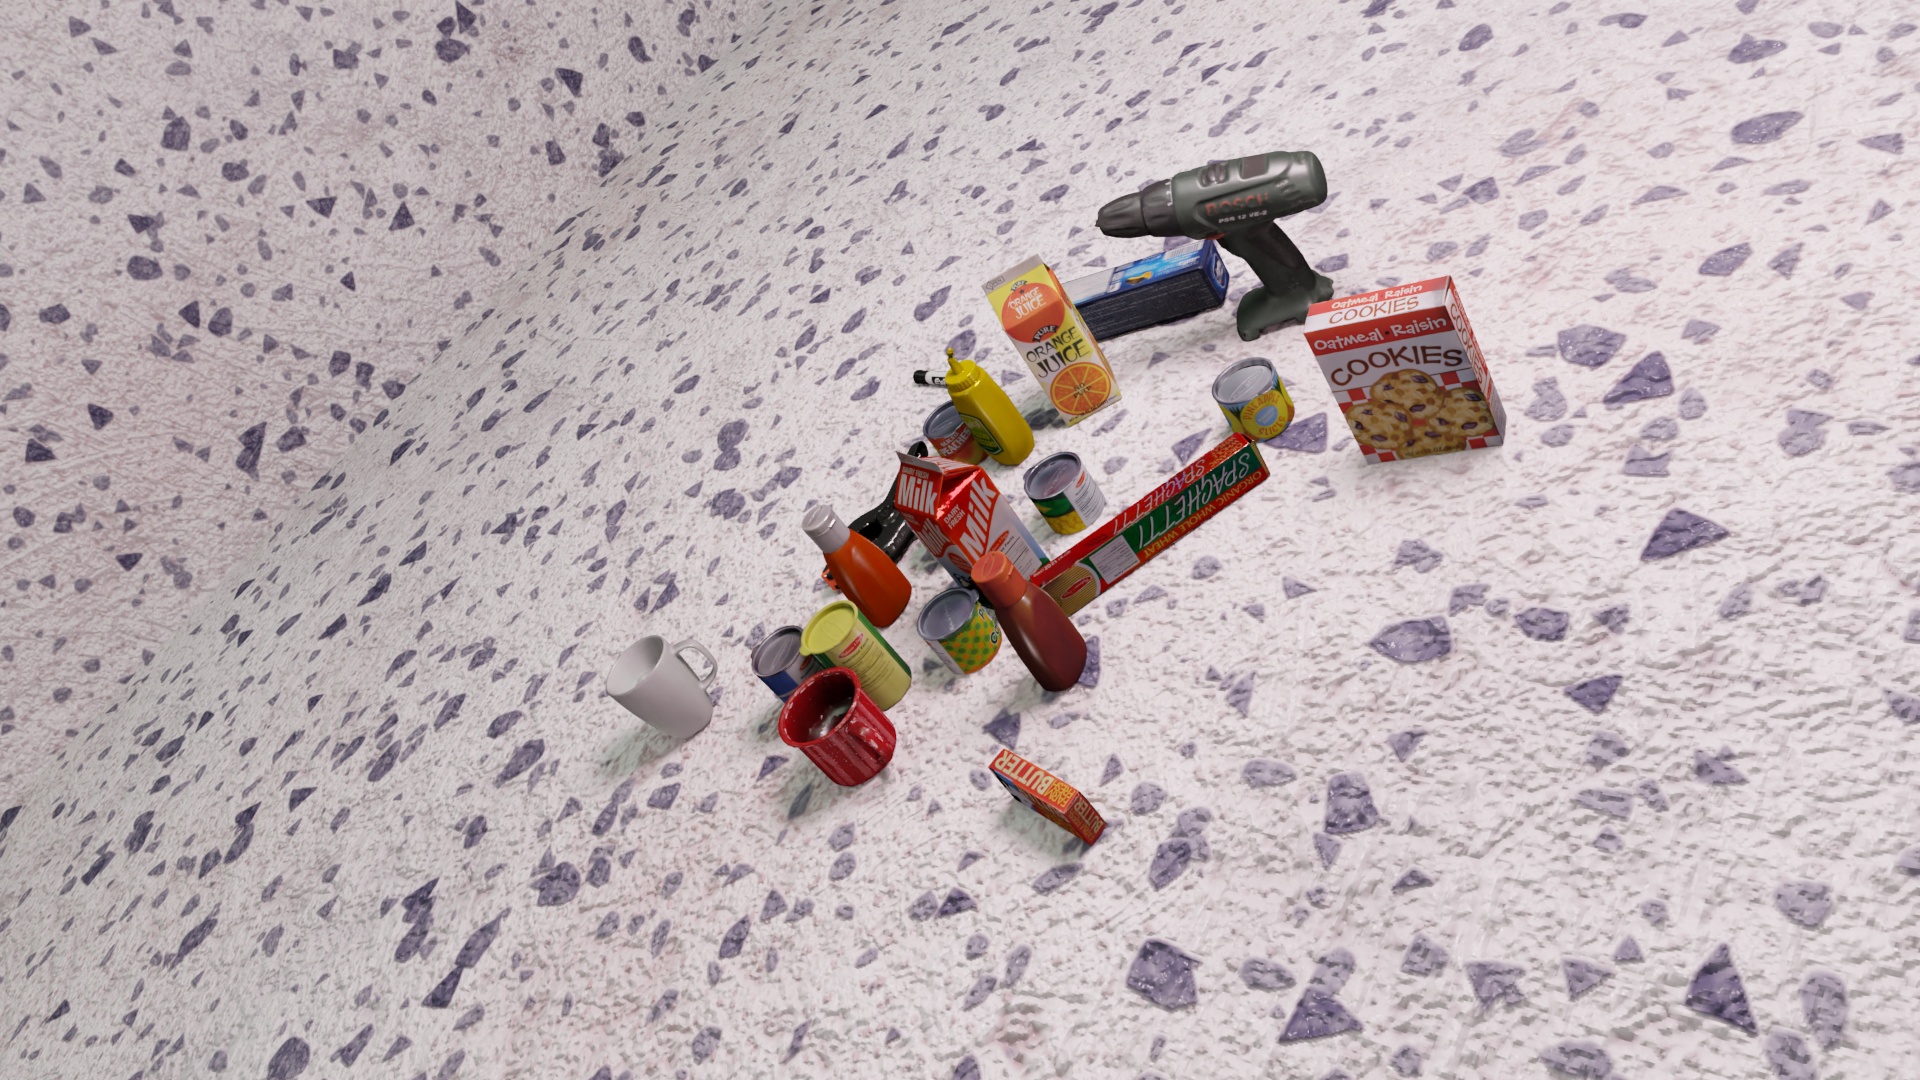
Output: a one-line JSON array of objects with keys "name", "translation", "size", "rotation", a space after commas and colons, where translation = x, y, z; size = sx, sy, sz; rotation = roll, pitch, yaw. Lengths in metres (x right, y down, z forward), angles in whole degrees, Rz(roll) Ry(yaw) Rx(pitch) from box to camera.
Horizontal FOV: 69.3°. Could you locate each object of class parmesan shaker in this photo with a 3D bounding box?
[{"name": "parmesan shaker", "translation": [-0.105, 0.119, 1.385], "size": [0.071, 0.102, 0.072], "rotation": [-24, 37, 19]}]

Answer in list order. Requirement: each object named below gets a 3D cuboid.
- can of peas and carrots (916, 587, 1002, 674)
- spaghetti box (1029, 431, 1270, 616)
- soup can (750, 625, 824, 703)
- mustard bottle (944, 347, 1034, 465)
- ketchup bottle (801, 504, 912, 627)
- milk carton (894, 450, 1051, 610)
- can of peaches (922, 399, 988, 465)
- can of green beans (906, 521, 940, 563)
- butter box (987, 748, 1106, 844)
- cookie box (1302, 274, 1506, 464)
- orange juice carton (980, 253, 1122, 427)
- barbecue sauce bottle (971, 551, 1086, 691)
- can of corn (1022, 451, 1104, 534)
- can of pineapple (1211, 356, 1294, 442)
[{"name": "can of peas and carrots", "translation": [0.001, 0.088, 1.367], "size": [0.071, 0.058, 0.071], "rotation": [-24, 37, 19]}, {"name": "spaghetti box", "translation": [0.182, -0.014, 1.333], "size": [0.250, 0.050, 0.029], "rotation": [-35, 35, 3]}, {"name": "soup can", "translation": [-0.167, 0.138, 1.434], "size": [0.071, 0.083, 0.072], "rotation": [-24, 37, 19]}, {"name": "mustard bottle", "translation": [0.022, -0.151, 1.535], "size": [0.049, 0.159, 0.065], "rotation": [-50, 36, -17]}, {"name": "ketchup bottle", "translation": [-0.110, 0.024, 1.459], "size": [0.043, 0.148, 0.065], "rotation": [1, 50, 42]}, {"name": "milk carton", "translation": [0.005, -0.017, 1.369], "size": [0.073, 0.190, 0.072], "rotation": [-50, 36, -17]}, {"name": "can of peaches", "translation": [-0.001, -0.121, 1.610], "size": [0.071, 0.058, 0.071], "rotation": [-24, 37, 19]}, {"name": "can of green beans", "translation": [-0.016, -0.017, 1.503], "size": [0.071, 0.057, 0.071], "rotation": [-24, 37, 19]}, {"name": "butter box", "translation": [0.072, 0.214, 1.164], "size": [0.024, 0.053, 0.103], "rotation": [-49, 36, -15]}, {"name": "cookie box", "translation": [0.386, -0.144, 1.202], "size": [0.123, 0.167, 0.040], "rotation": [-8, 44, 36]}, {"name": "orange juice carton", "translation": [0.099, -0.225, 1.524], "size": [0.071, 0.192, 0.073], "rotation": [-29, 36, 13]}, {"name": "barbecue sauce bottle", "translation": [0.062, 0.070, 1.255], "size": [0.043, 0.148, 0.065], "rotation": [-9, 44, 35]}, {"name": "can of corn", "translation": [0.106, -0.049, 1.433], "size": [0.071, 0.058, 0.071], "rotation": [-24, 37, 19]}, {"name": "can of pineapple", "translation": [0.291, -0.138, 1.374], "size": [0.071, 0.057, 0.071], "rotation": [-24, 37, 19]}]
